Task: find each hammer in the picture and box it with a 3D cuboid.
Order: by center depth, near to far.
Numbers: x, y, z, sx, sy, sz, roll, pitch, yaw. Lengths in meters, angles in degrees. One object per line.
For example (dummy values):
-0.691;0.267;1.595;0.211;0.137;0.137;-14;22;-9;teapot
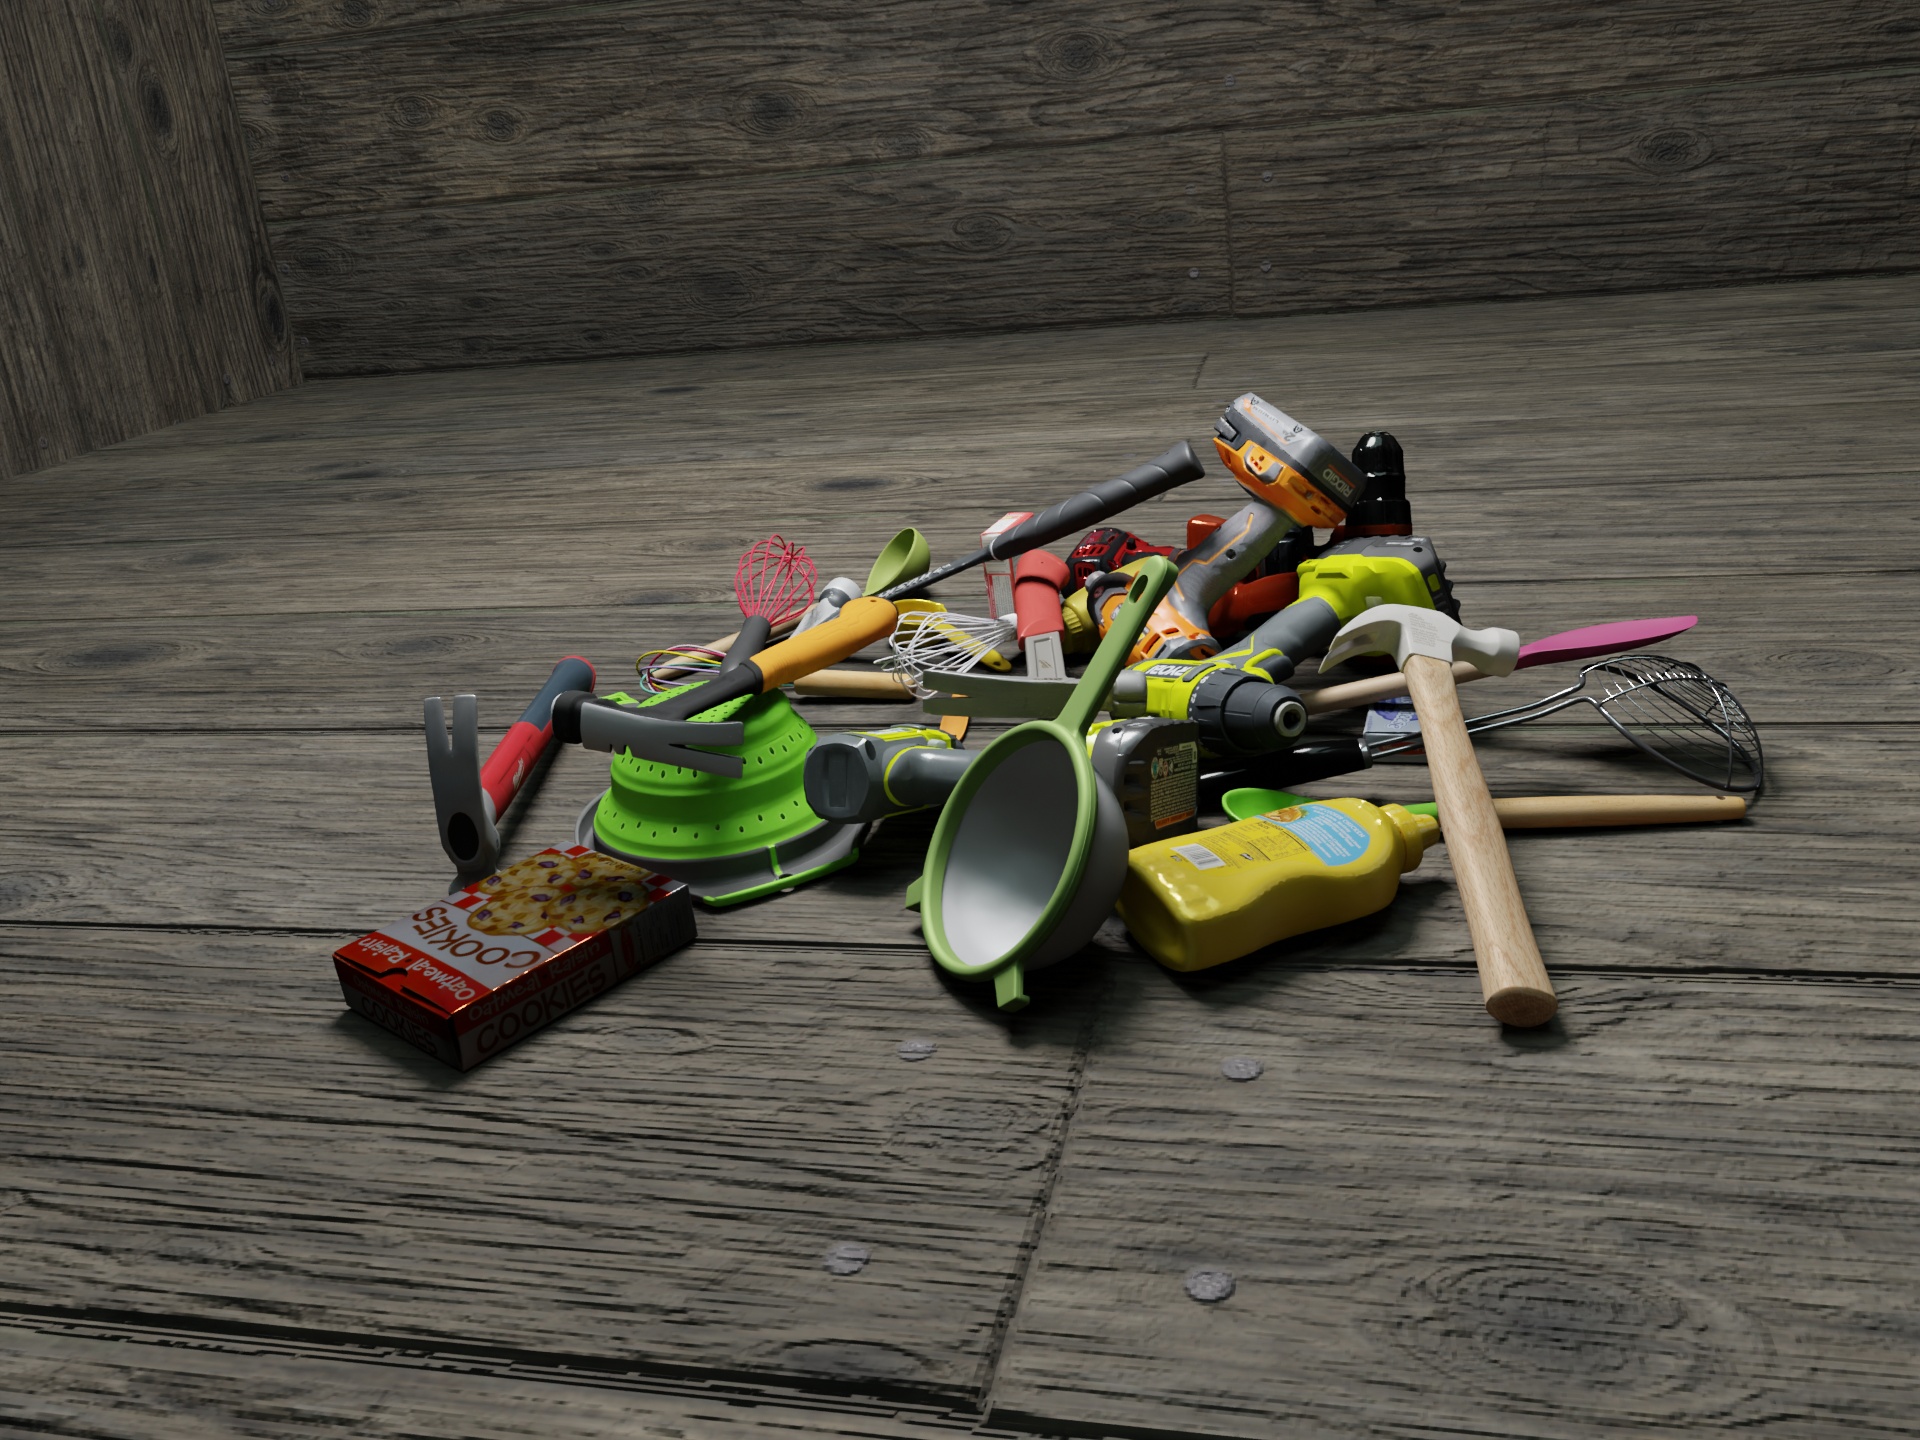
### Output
0.283;0.038;0.907;0.130;0.031;0.332;12;39;-5;hammer
-0.120;-0.034;1.065;0.127;0.034;0.337;10;20;22;hammer
-0.320;0.000;1.169;0.038;0.143;0.386;-4;17;-2;hammer
0.051;-0.072;1.210;0.149;0.036;0.359;1;19;0;hammer
0.018;-0.136;1.307;0.409;0.036;0.149;-21;21;32;hammer

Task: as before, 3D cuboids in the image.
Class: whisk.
-0.157;-0.035;1.320;0.245;0.047;0.051;3;22;14;whisk
-0.166;-0.085;1.321;0.073;0.073;0.296;-4;26;5;whisk
0.023;-0.072;1.324;0.070;0.070;0.284;8;15;31;whisk

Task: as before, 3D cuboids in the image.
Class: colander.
-0.205;0.008;1.151;0.204;0.094;0.397;-16;24;-24;colander

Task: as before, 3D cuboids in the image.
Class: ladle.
-0.156;-0.106;1.481;0.320;0.062;0.078;-25;5;-34;ladle

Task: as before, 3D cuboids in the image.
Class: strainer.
0.071;0.034;0.885;0.069;0.256;0.152;26;4;-29;strainer

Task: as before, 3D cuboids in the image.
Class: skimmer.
0.330;0.031;1.041;0.363;0.090;0.127;-14;31;9;skimmer

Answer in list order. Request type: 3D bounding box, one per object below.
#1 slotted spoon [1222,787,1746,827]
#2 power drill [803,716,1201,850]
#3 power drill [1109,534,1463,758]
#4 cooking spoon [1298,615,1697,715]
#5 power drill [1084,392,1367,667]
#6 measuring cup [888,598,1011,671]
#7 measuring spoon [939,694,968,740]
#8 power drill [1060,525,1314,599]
0.320;0.059;0.980;0.314;0.031;0.070;-2;22;5;slotted spoon
0.035;0.035;1.026;0.223;0.080;0.171;2;4;26;power drill
0.235;-0.045;1.106;0.228;0.080;0.191;-30;15;-19;power drill
0.338;-0.032;1.100;0.319;0.017;0.069;-13;9;28;cooking spoon
0.192;-0.138;1.248;0.084;0.226;0.164;29;14;-38;power drill
-0.010;-0.065;1.392;0.062;0.029;0.157;-18;36;-36;measuring cup
-0.002;-0.004;1.248;0.021;0.011;0.117;-3;25;8;measuring spoon
0.211;-0.148;1.467;0.220;0.078;0.143;-1;21;19;power drill
